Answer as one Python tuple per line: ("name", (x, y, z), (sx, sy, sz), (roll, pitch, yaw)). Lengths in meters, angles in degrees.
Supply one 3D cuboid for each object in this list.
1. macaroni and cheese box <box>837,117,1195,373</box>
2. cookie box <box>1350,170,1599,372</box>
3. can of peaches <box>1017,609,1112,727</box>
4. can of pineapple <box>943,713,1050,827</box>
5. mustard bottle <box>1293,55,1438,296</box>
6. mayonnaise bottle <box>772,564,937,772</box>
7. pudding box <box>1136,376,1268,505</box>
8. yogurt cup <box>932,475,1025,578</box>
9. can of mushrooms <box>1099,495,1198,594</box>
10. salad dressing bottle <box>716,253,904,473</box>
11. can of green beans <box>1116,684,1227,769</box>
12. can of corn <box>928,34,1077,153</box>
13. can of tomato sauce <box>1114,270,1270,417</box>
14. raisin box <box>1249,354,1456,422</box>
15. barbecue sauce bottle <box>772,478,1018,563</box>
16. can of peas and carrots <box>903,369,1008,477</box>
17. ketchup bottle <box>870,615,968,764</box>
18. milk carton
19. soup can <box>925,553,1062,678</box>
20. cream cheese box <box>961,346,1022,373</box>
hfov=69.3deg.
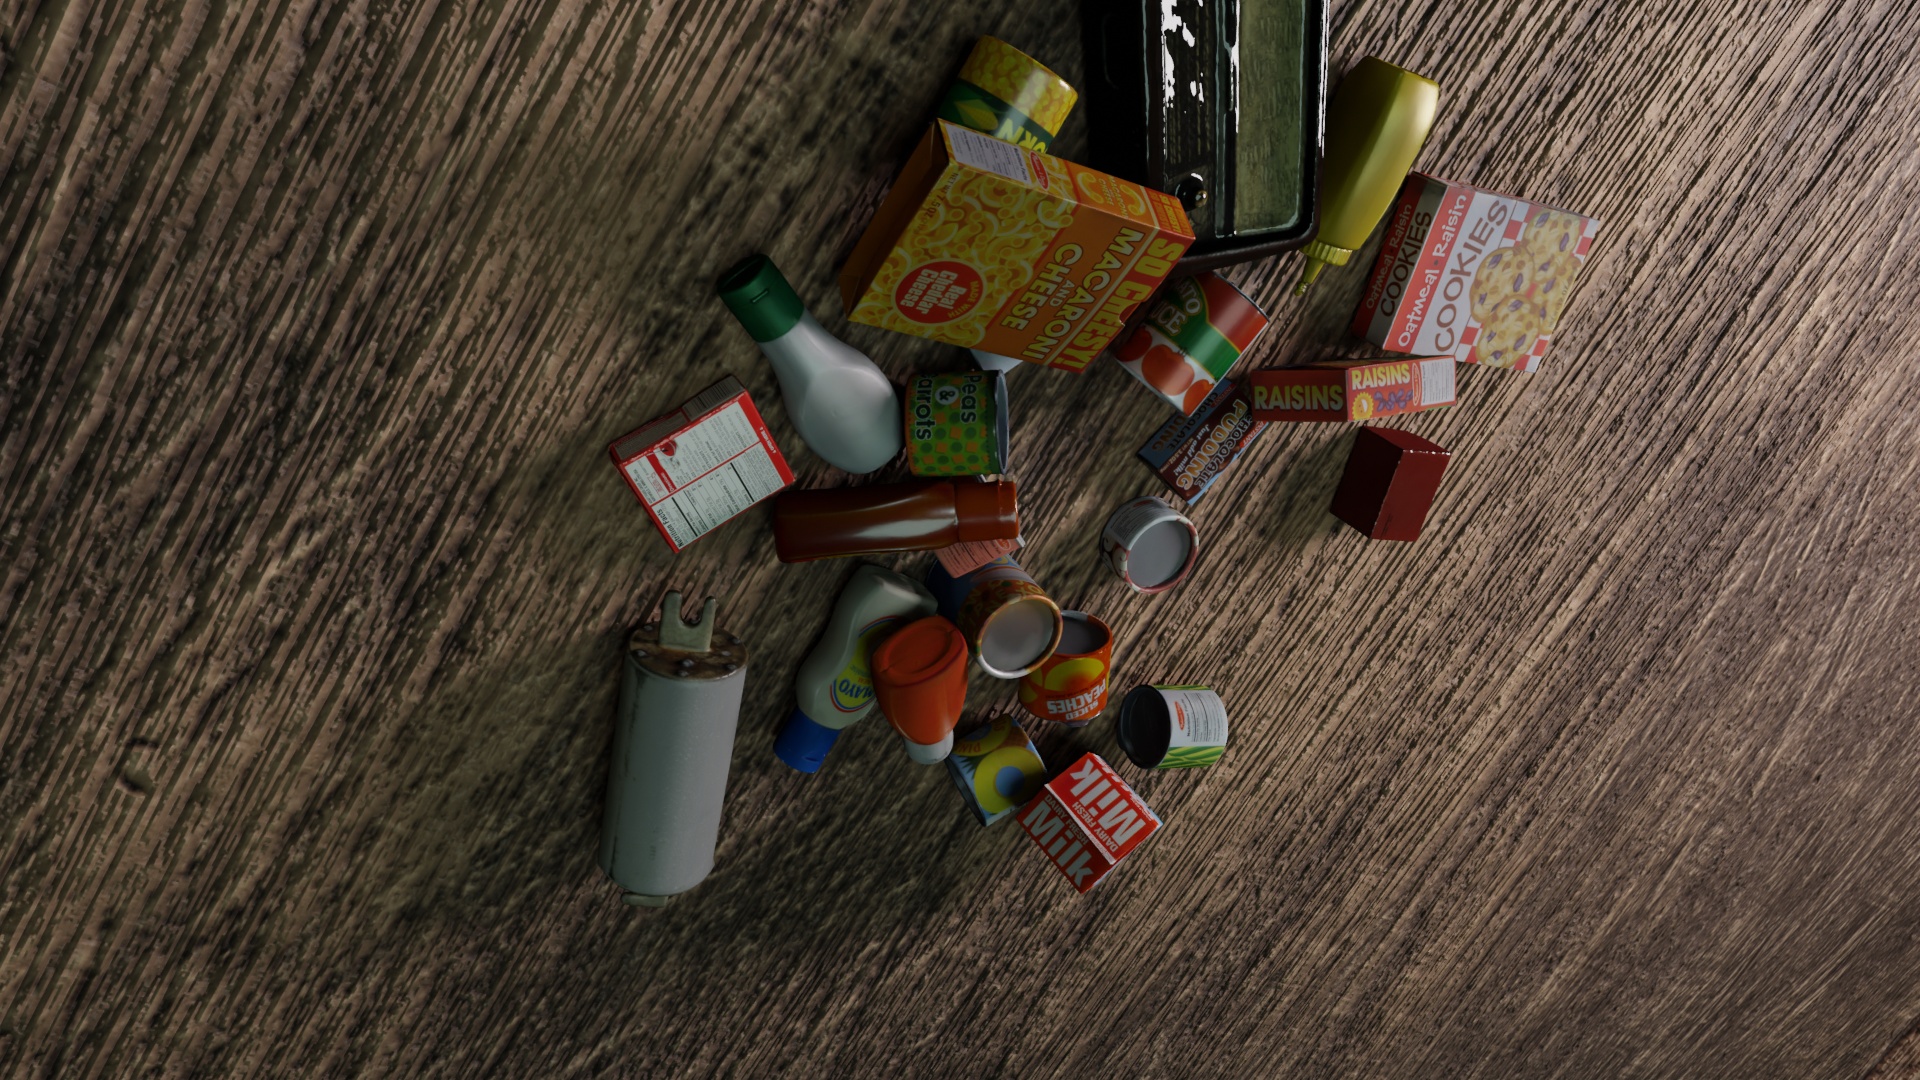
("macaroni and cheese box", (0.032, -0.161, 0.798), (0.167, 0.040, 0.123), (9, 141, -30))
("cookie box", (0.380, -0.195, 1.027), (0.168, 0.040, 0.122), (3, 115, -30))
("can of peaches", (0.077, 0.092, 1.010), (0.071, 0.071, 0.057), (-10, 120, -23))
("can of pineapple", (0.025, 0.168, 1.030), (0.058, 0.071, 0.070), (-29, 127, -11))
("mustard bottle", (0.259, -0.237, 0.927), (0.049, 0.065, 0.159), (8, 119, -25))
("mayonnaise bottle", (-0.077, 0.089, 0.946), (0.065, 0.041, 0.147), (21, 105, -42))
("pudding box", (0.173, -0.072, 0.994), (0.083, 0.030, 0.049), (-46, 128, 3))
("yogurt cup", (0.003, -0.012, 0.918), (0.054, 0.073, 0.072), (-33, 128, 3))
("can of mushrooms", (0.139, 0.005, 1.018), (0.071, 0.033, 0.070), (-13, 121, -22))
("salad dressing bottle", (-0.088, -0.104, 0.830), (0.064, 0.044, 0.147), (-37, 127, -2))
("can of green beans", (0.167, 0.146, 1.091), (0.058, 0.071, 0.071), (4, 115, -30))
("can of corn", (0.027, -0.245, 0.793), (0.071, 0.071, 0.058), (24, 103, -35))
("can of tomato sauce", (0.152, -0.135, 0.925), (0.071, 0.071, 0.083), (34, 99, -37))
("raisin box", (0.276, -0.107, 0.975), (0.124, 0.086, 0.040), (-11, 101, -36))
("barbecue sauce bottle", (-0.039, -0.014, 0.863), (0.149, 0.065, 0.043), (-5, 104, 1))
("can of peas and carrots", (-0.002, -0.074, 0.864), (0.059, 0.071, 0.070), (-2, 123, 8))
("ketchup bottle", (-0.025, 0.109, 0.951), (0.065, 0.043, 0.148), (-29, 152, -16))
("milk carton", (0.096, 0.207, 1.024), (0.073, 0.072, 0.190), (-42, 164, 1))
("soup can", (0.024, 0.043, 0.946), (0.071, 0.084, 0.071), (-13, 122, -21))
("cream cheese box", (0.014, -0.153, 0.867), (0.053, 0.024, 0.103), (-36, 127, -4))
